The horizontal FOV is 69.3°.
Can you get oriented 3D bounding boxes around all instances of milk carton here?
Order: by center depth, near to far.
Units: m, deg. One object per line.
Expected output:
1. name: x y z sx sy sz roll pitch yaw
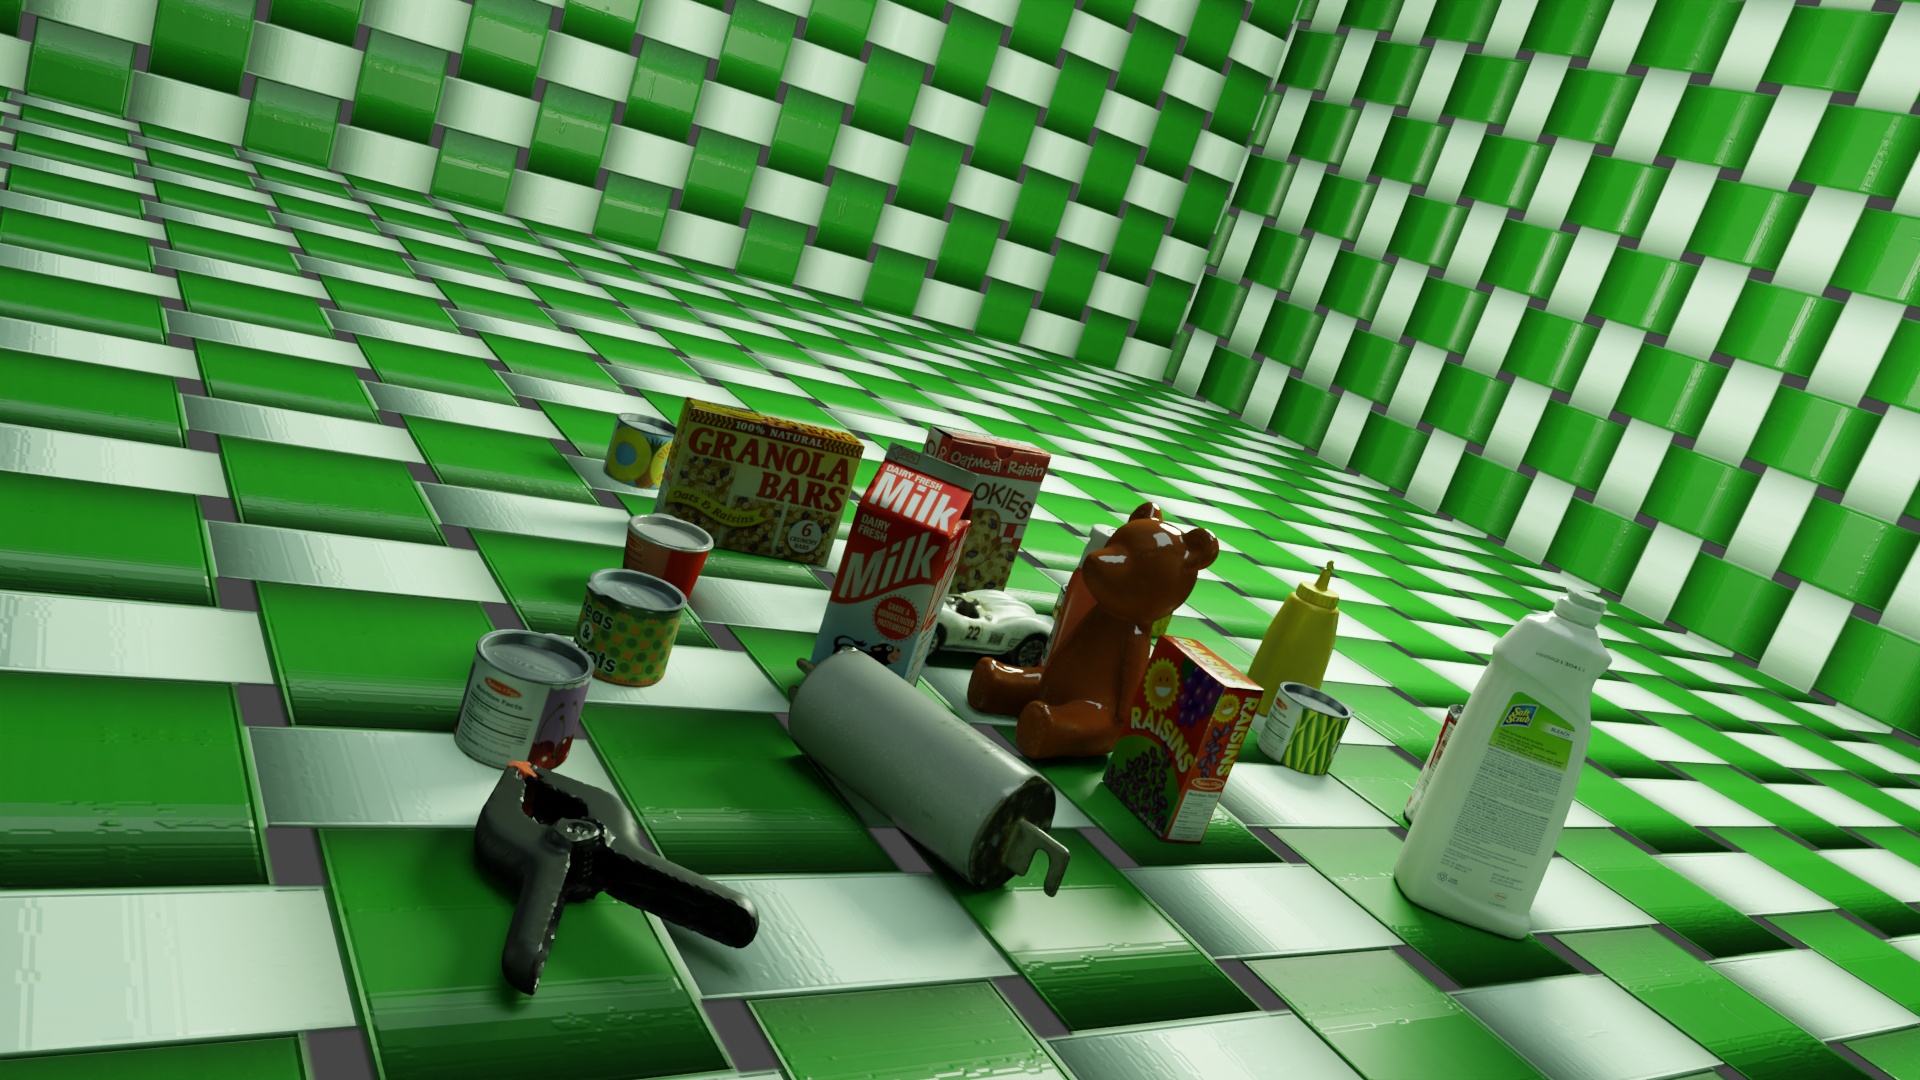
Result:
1. milk carton: -0.048 0.028 1.011 0.072 0.190 0.073 21 14 8

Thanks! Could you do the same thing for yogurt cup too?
1. yogurt cup: -0.234 0.016 1.093 0.072 0.053 0.072 18 14 -5

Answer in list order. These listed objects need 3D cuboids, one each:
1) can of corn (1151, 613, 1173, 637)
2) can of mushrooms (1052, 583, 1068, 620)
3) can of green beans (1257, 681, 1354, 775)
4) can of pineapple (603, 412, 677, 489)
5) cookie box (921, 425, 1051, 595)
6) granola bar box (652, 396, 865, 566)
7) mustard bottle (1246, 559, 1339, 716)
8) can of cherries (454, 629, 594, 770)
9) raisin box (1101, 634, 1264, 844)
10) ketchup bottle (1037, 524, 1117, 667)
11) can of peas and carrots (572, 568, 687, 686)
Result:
1. can of corn: 0.194 0.063 1.451 0.071 0.058 0.071 18 14 -5
2. can of mushrooms: 0.126 0.070 1.388 0.071 0.033 0.071 18 14 -5
3. can of green beans: 0.301 0.164 1.215 0.071 0.057 0.071 18 14 -5
4. can of pineapple: -0.311 -0.088 1.369 0.071 0.057 0.071 18 14 -5
5. cookie box: 0.005 -0.016 1.286 0.123 0.167 0.040 7 18 -40
6. granola bar box: -0.185 -0.052 1.264 0.166 0.124 0.039 11 16 -27
7. mustard bottle: 0.321 0.090 1.308 0.065 0.159 0.049 13 15 -22
8. can of cherries: -0.248 0.091 0.794 0.071 0.058 0.072 18 14 -5
9. raisin box: 0.157 0.141 0.991 0.040 0.123 0.086 11 16 -30
10. ketchup bottle: 0.104 0.061 1.165 0.043 0.148 0.065 21 14 6
11. can of peas and carrots: -0.227 0.059 0.938 0.071 0.058 0.071 18 14 -5
